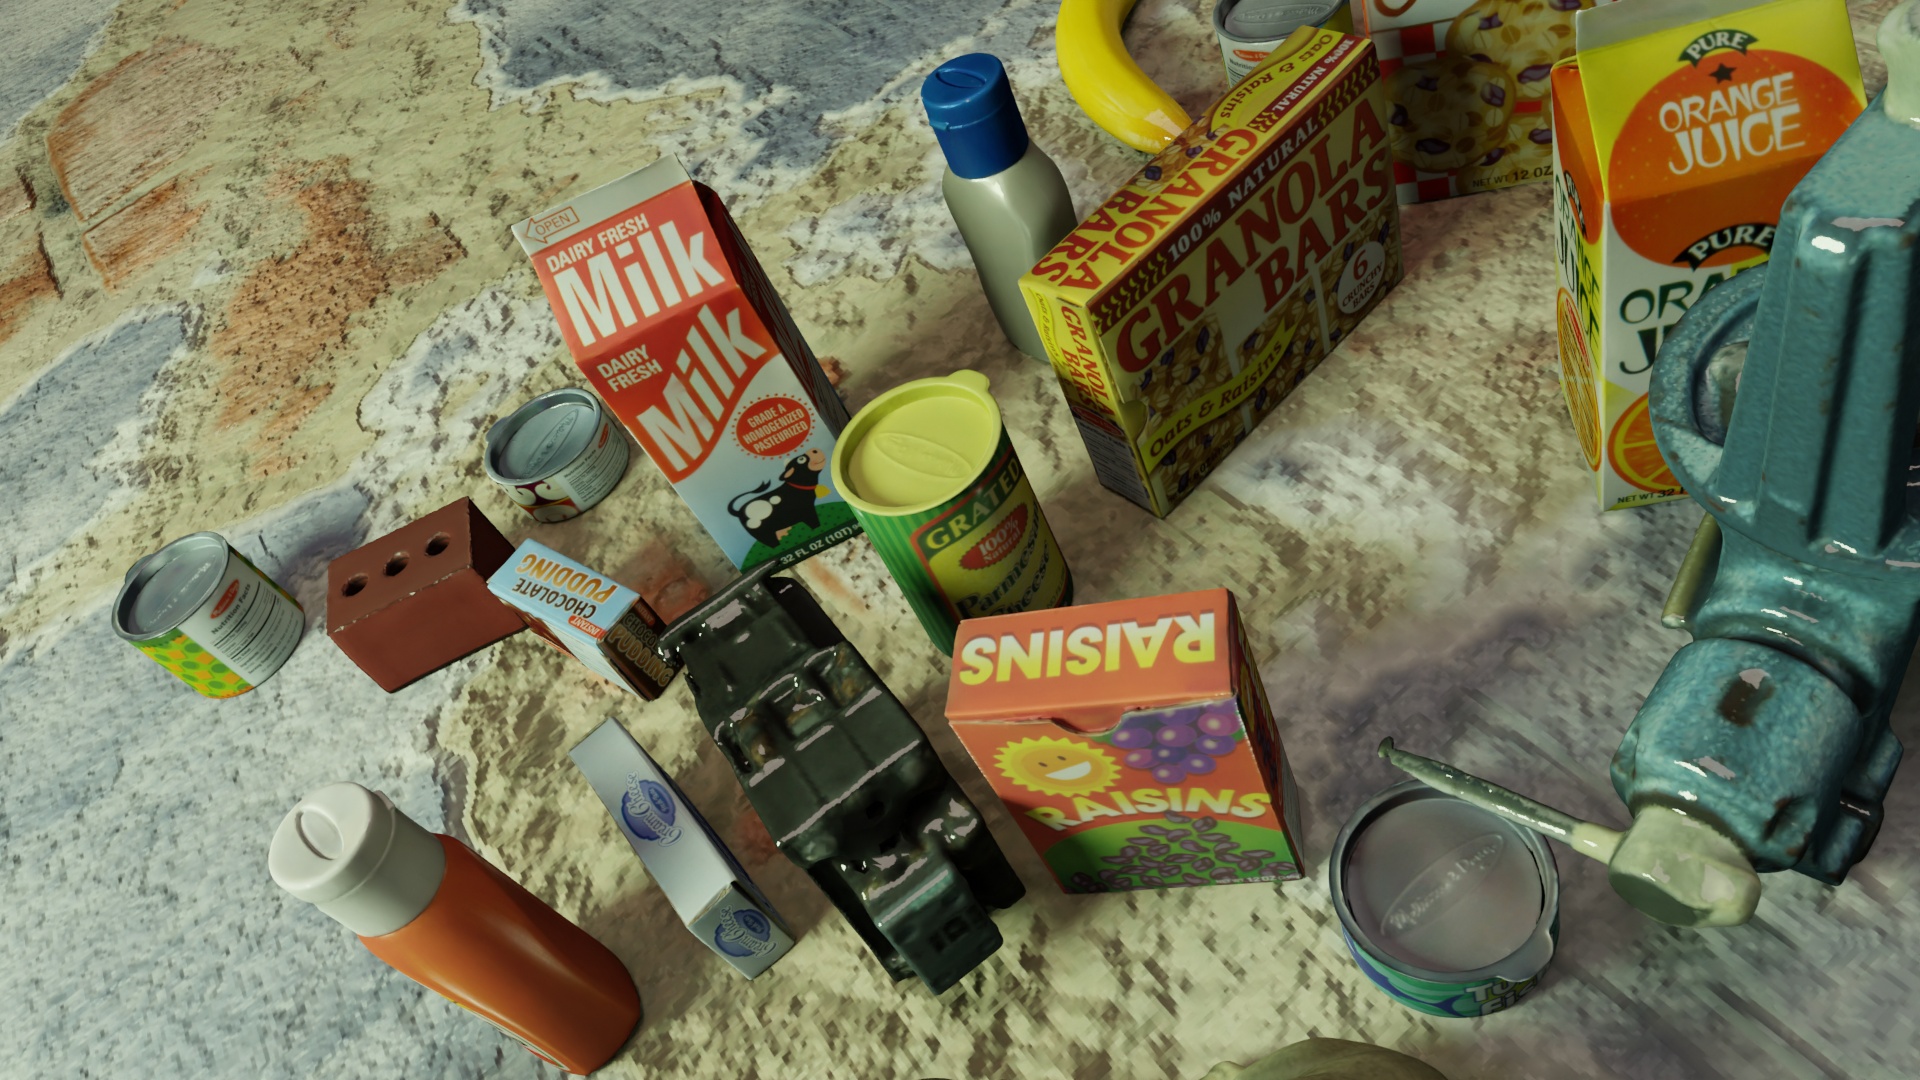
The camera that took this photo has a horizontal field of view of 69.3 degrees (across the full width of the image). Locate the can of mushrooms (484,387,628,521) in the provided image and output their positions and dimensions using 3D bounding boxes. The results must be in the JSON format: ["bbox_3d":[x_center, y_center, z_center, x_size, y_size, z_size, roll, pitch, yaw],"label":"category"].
[{"bbox_3d":[-0.209,-0.045,0.715,0.071,0.033,0.071,-12,49,14],"label":"can of mushrooms"}]

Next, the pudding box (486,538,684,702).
[{"bbox_3d":[-0.166,0.035,0.619,0.084,0.049,0.030,21,63,35],"label":"pudding box"}]

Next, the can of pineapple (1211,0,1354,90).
[{"bbox_3d":[0.167,-0.250,0.703,0.071,0.057,0.071,-12,49,15],"label":"can of pineapple"}]

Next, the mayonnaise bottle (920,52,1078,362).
[{"bbox_3d":[0.025,-0.143,0.615,0.065,0.147,0.041,30,69,39],"label":"mayonnaise bottle"}]

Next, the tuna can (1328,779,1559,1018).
[{"bbox_3d":[0.150,0.111,0.426,0.071,0.032,0.071,-12,49,14],"label":"tuna can"}]

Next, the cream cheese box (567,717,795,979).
[{"bbox_3d":[-0.106,0.114,0.523,0.024,0.053,0.104,-41,48,-11],"label":"cream cheese box"}]

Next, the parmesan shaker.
[{"bbox_3d":[0.002,-0.007,0.542,0.071,0.102,0.072,-12,49,15],"label":"parmesan shaker"}]

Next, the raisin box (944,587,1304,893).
[{"bbox_3d":[0.056,0.069,0.441,0.086,0.123,0.040,-7,50,19],"label":"raisin box"}]

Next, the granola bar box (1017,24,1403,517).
[{"bbox_3d":[0.110,-0.107,0.563,0.166,0.123,0.039,-44,49,-14],"label":"granola bar box"}]

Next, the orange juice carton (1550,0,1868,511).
[{"bbox_3d":[0.238,-0.100,0.453,0.072,0.192,0.073,-11,49,16],"label":"orange juice carton"}]

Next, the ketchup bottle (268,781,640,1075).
[{"bbox_3d":[-0.168,0.131,0.472,0.065,0.148,0.044,26,67,38],"label":"ketchup bottle"}]

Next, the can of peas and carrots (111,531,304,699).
[{"bbox_3d":[-0.382,0.038,0.706,0.071,0.058,0.071,-12,49,15],"label":"can of peas and carrots"}]

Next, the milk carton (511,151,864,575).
[{"bbox_3d":[-0.106,-0.074,0.586,0.072,0.189,0.074,-24,47,4],"label":"milk carton"}]

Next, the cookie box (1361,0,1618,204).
[{"bbox_3d":[0.232,-0.224,0.577,0.123,0.166,0.040,-6,51,20],"label":"cookie box"}]
